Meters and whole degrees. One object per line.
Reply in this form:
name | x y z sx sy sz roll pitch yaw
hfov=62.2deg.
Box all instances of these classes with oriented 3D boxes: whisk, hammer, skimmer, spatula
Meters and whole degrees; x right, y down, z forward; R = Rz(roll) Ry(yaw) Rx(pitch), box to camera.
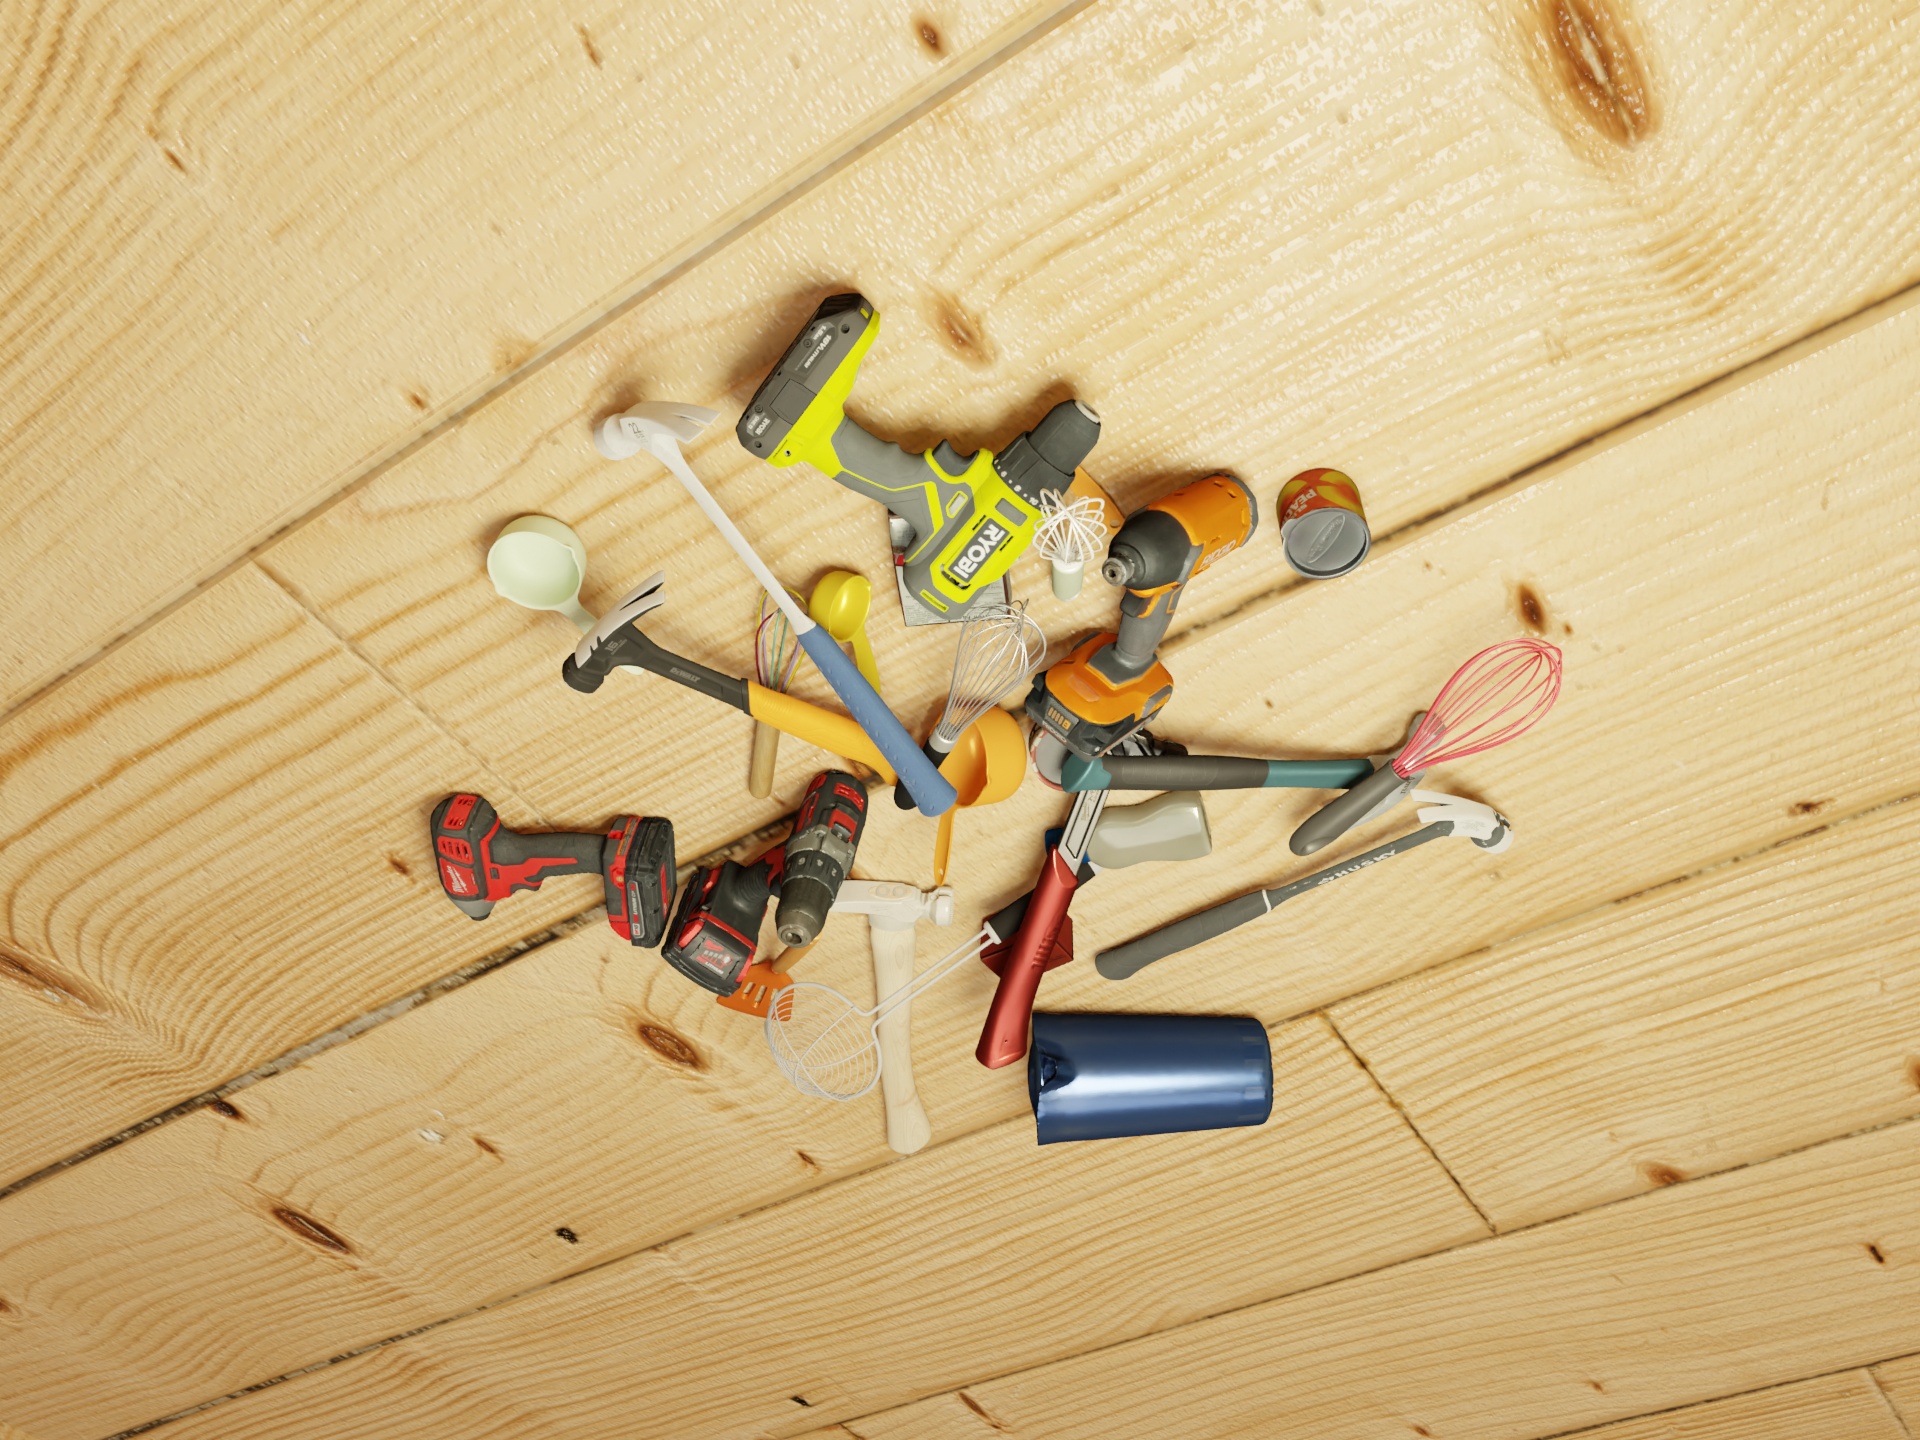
whisk | -0.160 -0.018 1.377 0.047 0.051 0.244 6 133 -9
whisk | -0.002 -0.005 1.309 0.070 0.070 0.284 18 141 -12
hammer | 0.074 0.158 1.439 0.149 0.037 0.359 17 110 -6
whisk | 0.379 0.030 1.320 0.073 0.073 0.295 30 128 -20
hammer | -0.078 0.319 1.657 0.146 0.038 0.410 2 130 3
hammer | 0.245 0.044 1.357 0.331 0.033 0.128 1 135 -18
hammer | 0.298 0.162 1.481 0.409 0.036 0.149 -28 148 29
skimmer | -0.023 0.232 1.517 0.363 0.090 0.127 -34 93 -3
whisk | 0.080 -0.124 1.185 0.058 0.246 0.059 -38 82 -2
hammer | -0.154 -0.016 1.325 0.336 0.034 0.127 25 129 -36
hammer | -0.125 -0.080 1.240 0.144 0.035 0.405 1 133 55
spatula | -0.173 0.244 1.541 0.081 0.041 0.322 17 158 -11

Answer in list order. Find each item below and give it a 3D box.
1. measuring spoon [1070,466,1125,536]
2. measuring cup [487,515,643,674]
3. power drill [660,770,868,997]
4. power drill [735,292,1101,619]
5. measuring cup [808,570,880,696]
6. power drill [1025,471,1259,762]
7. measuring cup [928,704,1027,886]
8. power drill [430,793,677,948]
measuring spoon | 0.097 -0.184 1.244 0.021 0.011 0.116 -28 127 24
measuring cup | -0.317 -0.103 1.319 0.083 0.038 0.167 -26 126 23
power drill | -0.175 0.164 1.439 0.080 0.188 0.226 37 127 -19
power drill | -0.029 -0.205 1.165 0.228 0.080 0.190 35 113 -15
measuring cup | -0.094 -0.065 1.337 0.029 0.062 0.156 22 149 25
power drill | 0.132 -0.077 1.234 0.084 0.164 0.226 40 132 19
measuring cup | 0.012 0.067 1.393 0.052 0.095 0.173 -8 121 -33
power drill | -0.386 0.146 1.508 0.219 0.079 0.143 7 130 1
